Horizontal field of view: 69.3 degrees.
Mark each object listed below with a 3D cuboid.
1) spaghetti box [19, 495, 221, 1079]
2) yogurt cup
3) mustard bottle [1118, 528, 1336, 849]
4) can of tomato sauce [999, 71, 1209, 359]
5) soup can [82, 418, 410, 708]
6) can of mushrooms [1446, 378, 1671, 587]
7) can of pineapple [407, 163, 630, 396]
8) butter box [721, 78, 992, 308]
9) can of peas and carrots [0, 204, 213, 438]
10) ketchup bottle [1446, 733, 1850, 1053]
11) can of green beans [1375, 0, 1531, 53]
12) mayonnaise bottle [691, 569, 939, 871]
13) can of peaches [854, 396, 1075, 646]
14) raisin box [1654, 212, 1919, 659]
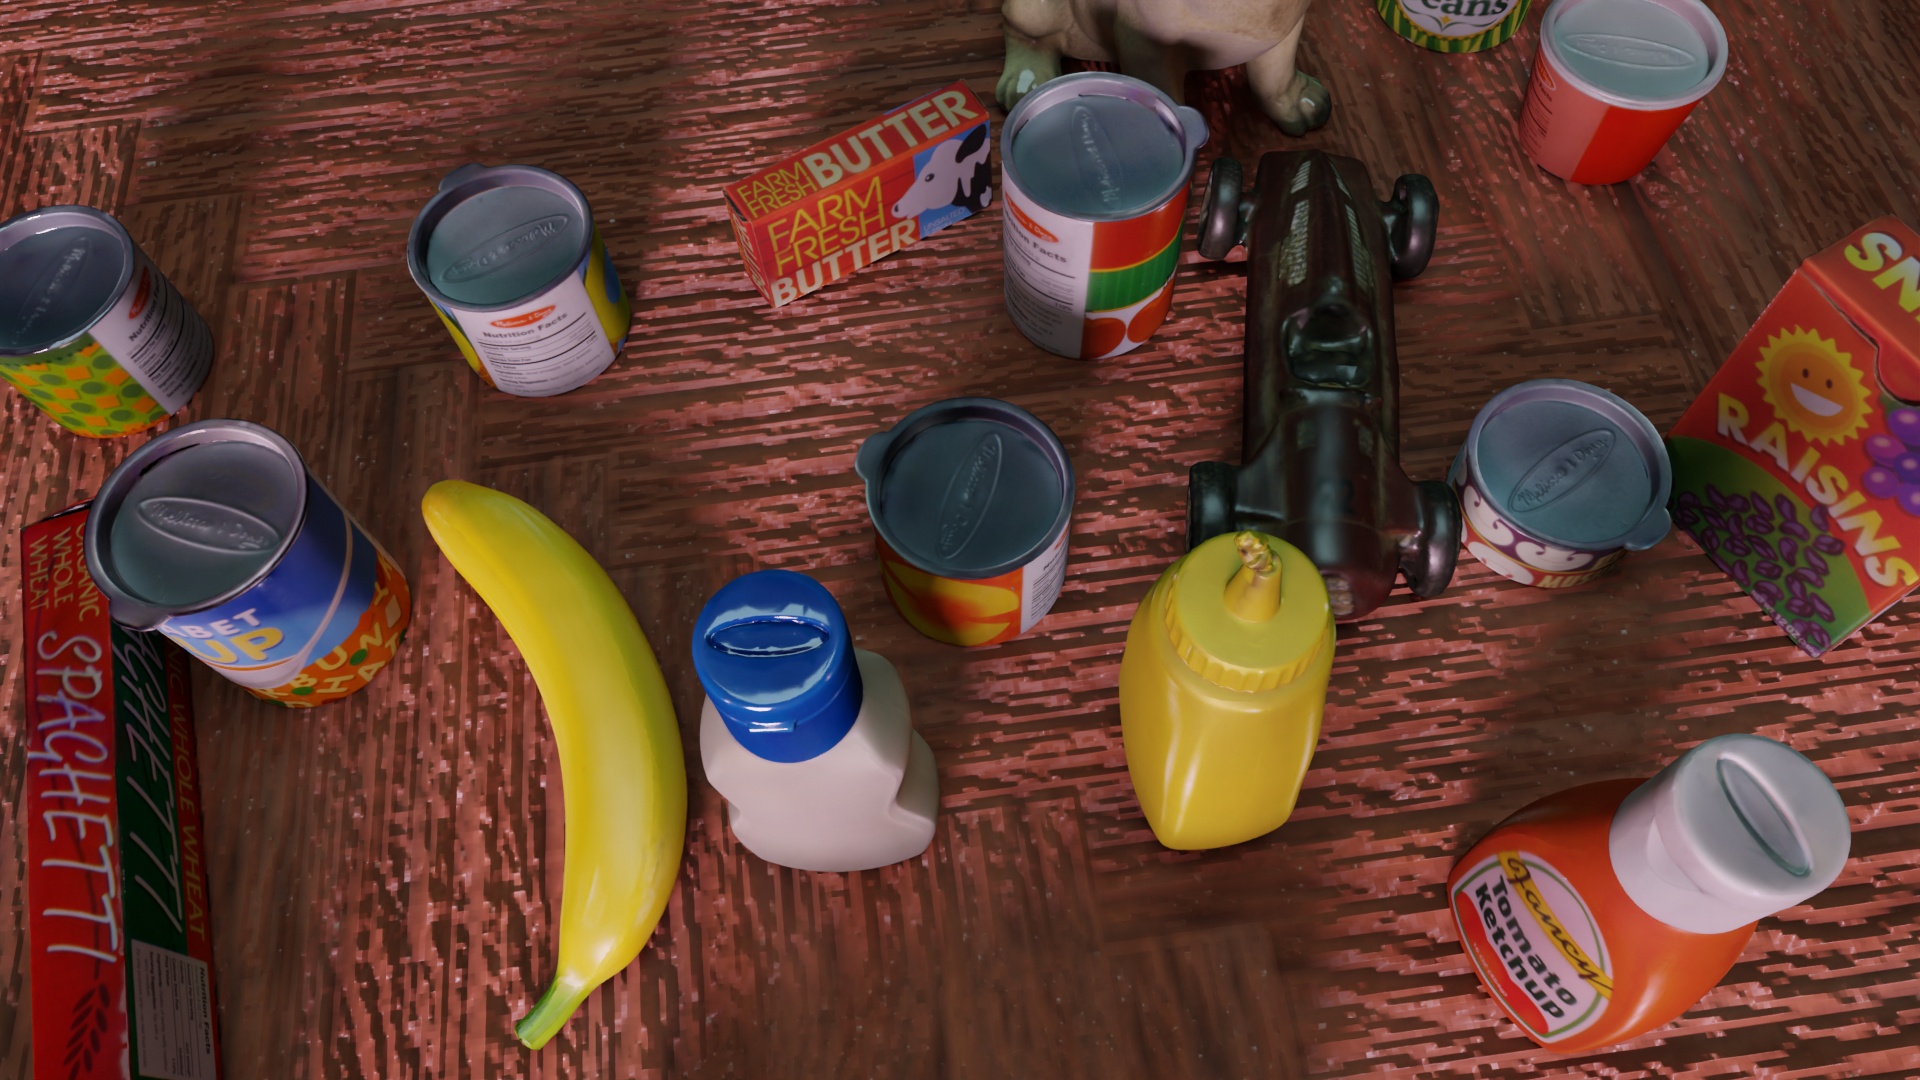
[{"bbox_3d":[-0.253,0.103,0.420,0.029,0.050,0.251,-18,63,-7],"label":"spaghetti box"},{"bbox_3d":[0.255,-0.177,0.545,0.072,0.053,0.073,-1,63,2],"label":"yogurt cup"},{"bbox_3d":[0.073,0.038,0.380,0.049,0.159,0.065,-11,63,-3],"label":"mustard bottle"},{"bbox_3d":[0.050,-0.116,0.504,0.071,0.082,0.071,-1,63,2],"label":"can of tomato sauce"},{"bbox_3d":[-0.226,0.012,0.447,0.071,0.083,0.071,-1,63,2],"label":"soup can"},{"bbox_3d":[0.204,-0.018,0.475,0.071,0.033,0.071,-1,63,2],"label":"can of mushrooms"},{"bbox_3d":[-0.162,-0.097,0.516,0.071,0.057,0.071,-1,63,2],"label":"can of pineapple"},{"bbox_3d":[-0.037,-0.132,0.532,0.104,0.053,0.024,-28,65,-12],"label":"butter box"},{"bbox_3d":[-0.325,-0.080,0.513,0.071,0.058,0.071,-1,63,2],"label":"can of peas and carrots"},{"bbox_3d":[0.171,0.090,0.356,0.043,0.148,0.065,-22,64,-9],"label":"ketchup bottle"},{"bbox_3d":[0.212,-0.248,0.581,0.071,0.057,0.071,-1,63,2],"label":"can of green beans"},{"bbox_3d":[-0.041,0.055,0.382,0.065,0.147,0.041,-2,63,1],"label":"mayonnaise bottle"},{"bbox_3d":[0.002,-0.006,0.463,0.071,0.057,0.071,-1,63,2],"label":"can of peaches"},{"bbox_3d":[0.272,-0.027,0.427,0.040,0.123,0.086,-29,65,-12],"label":"raisin box"}]
